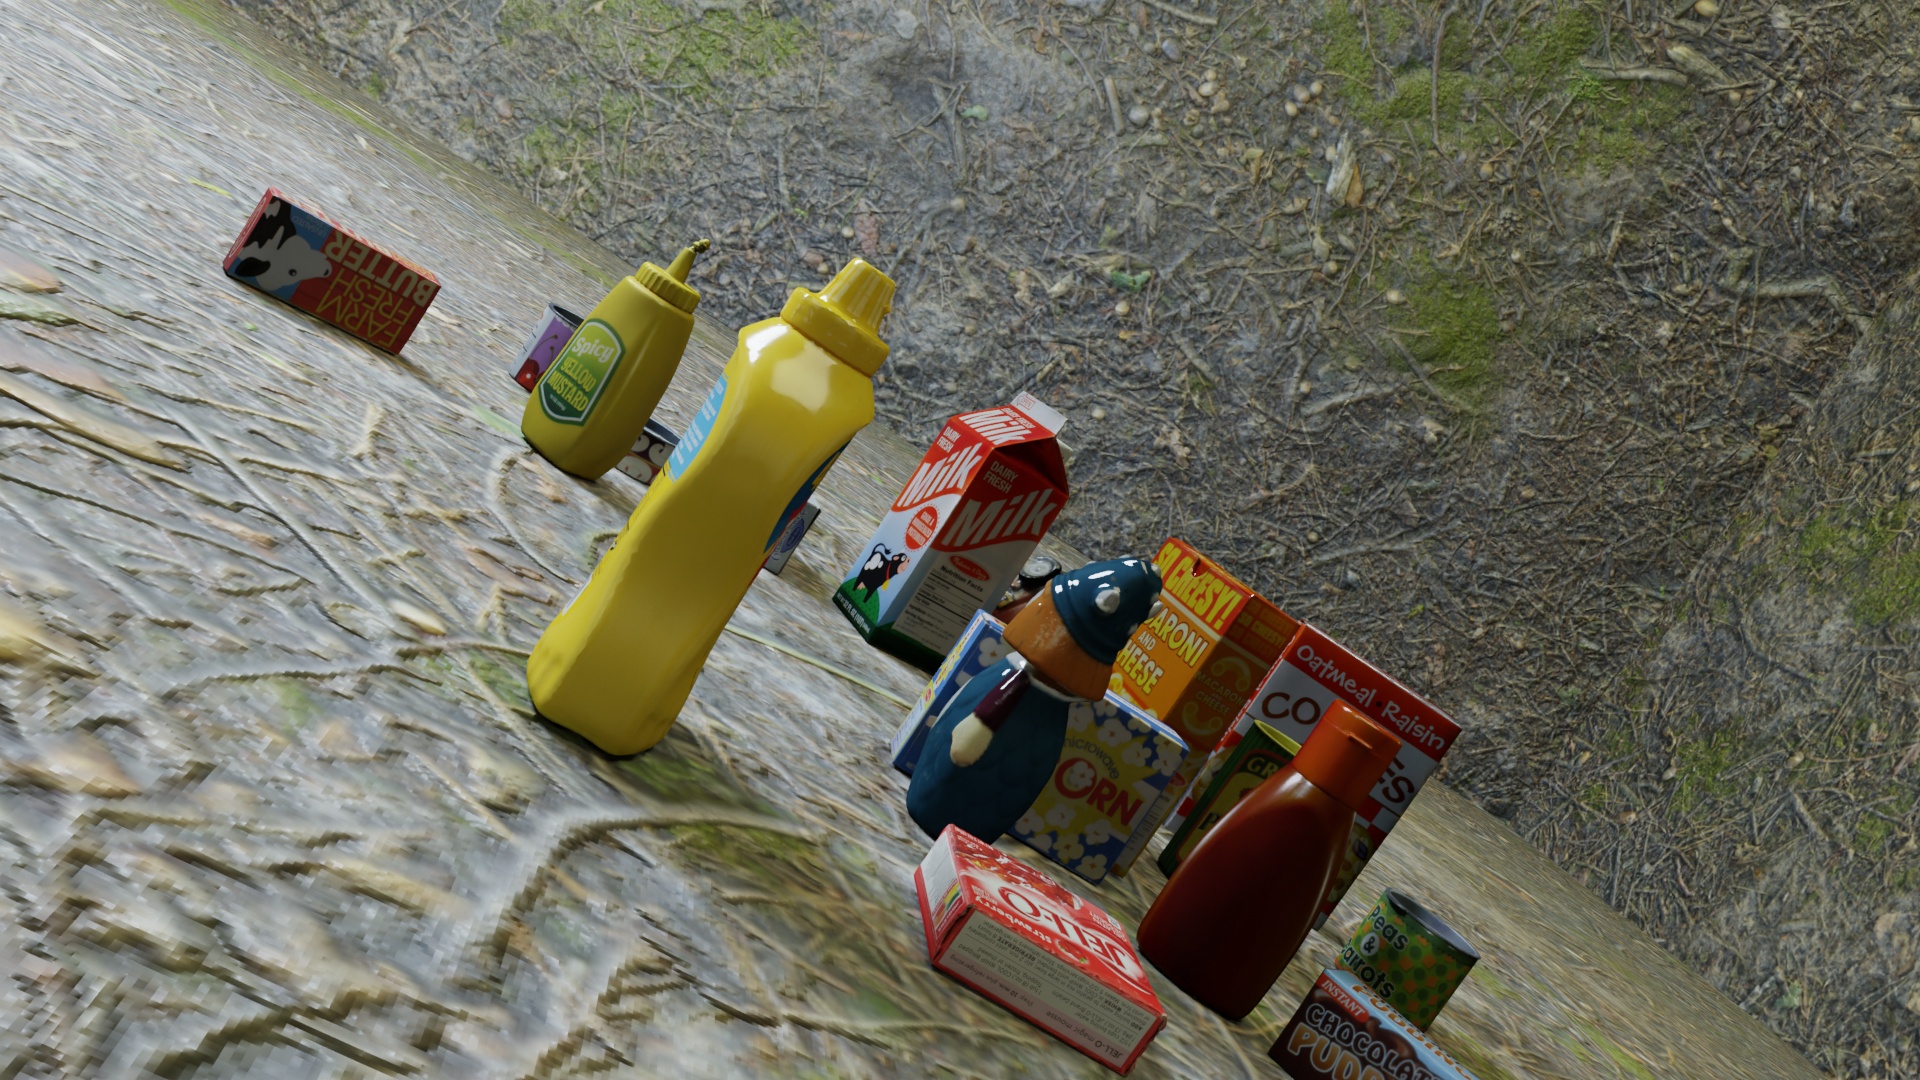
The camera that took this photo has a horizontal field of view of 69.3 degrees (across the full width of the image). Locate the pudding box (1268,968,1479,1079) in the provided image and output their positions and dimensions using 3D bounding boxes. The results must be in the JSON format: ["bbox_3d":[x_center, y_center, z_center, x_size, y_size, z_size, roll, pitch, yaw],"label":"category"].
[{"bbox_3d":[0.183,0.232,0.603,0.084,0.049,0.030,38,7,38],"label":"pudding box"}]

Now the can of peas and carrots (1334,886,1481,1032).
[{"bbox_3d":[0.270,0.255,0.847,0.071,0.058,0.071,33,6,-3],"label":"can of peas and carrots"}]

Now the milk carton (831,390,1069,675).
[{"bbox_3d":[0.003,-0.012,0.928,0.073,0.190,0.072,30,6,-32],"label":"milk carton"}]

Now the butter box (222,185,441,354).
[{"bbox_3d":[-0.359,-0.153,0.797,0.103,0.053,0.024,29,7,-41],"label":"butter box"}]

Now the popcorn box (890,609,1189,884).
[{"bbox_3d":[0.040,0.104,0.699,0.126,0.085,0.038,32,5,-11],"label":"popcorn box"}]

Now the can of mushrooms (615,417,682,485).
[{"bbox_3d":[-0.219,-0.066,0.939,0.071,0.033,0.071,33,6,-3],"label":"can of mushrooms"}]

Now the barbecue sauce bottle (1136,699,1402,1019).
[{"bbox_3d":[0.147,0.143,0.642,0.065,0.148,0.043,35,5,12],"label":"barbecue sauce bottle"}]

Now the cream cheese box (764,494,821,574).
[{"bbox_3d":[-0.124,-0.017,0.952,0.024,0.053,0.104,32,6,-19],"label":"cream cheese box"}]

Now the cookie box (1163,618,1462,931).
[{"bbox_3d":[0.234,0.155,0.931,0.123,0.167,0.040,34,5,4],"label":"cookie box"}]

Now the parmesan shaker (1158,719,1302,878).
[{"bbox_3d":[0.173,0.168,0.813,0.071,0.103,0.071,33,5,-3],"label":"parmesan shaker"}]

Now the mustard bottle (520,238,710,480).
[{"bbox_3d":[-0.199,-0.115,0.830,0.065,0.160,0.049,36,6,28],"label":"mustard bottle"}]

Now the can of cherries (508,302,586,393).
[{"bbox_3d":[-0.278,-0.127,0.996,0.071,0.058,0.071,33,6,-3],"label":"can of cherries"}]

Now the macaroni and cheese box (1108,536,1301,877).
[{"bbox_3d":[0.106,0.088,0.787,0.040,0.166,0.124,32,6,-18],"label":"macaroni and cheese box"}]
